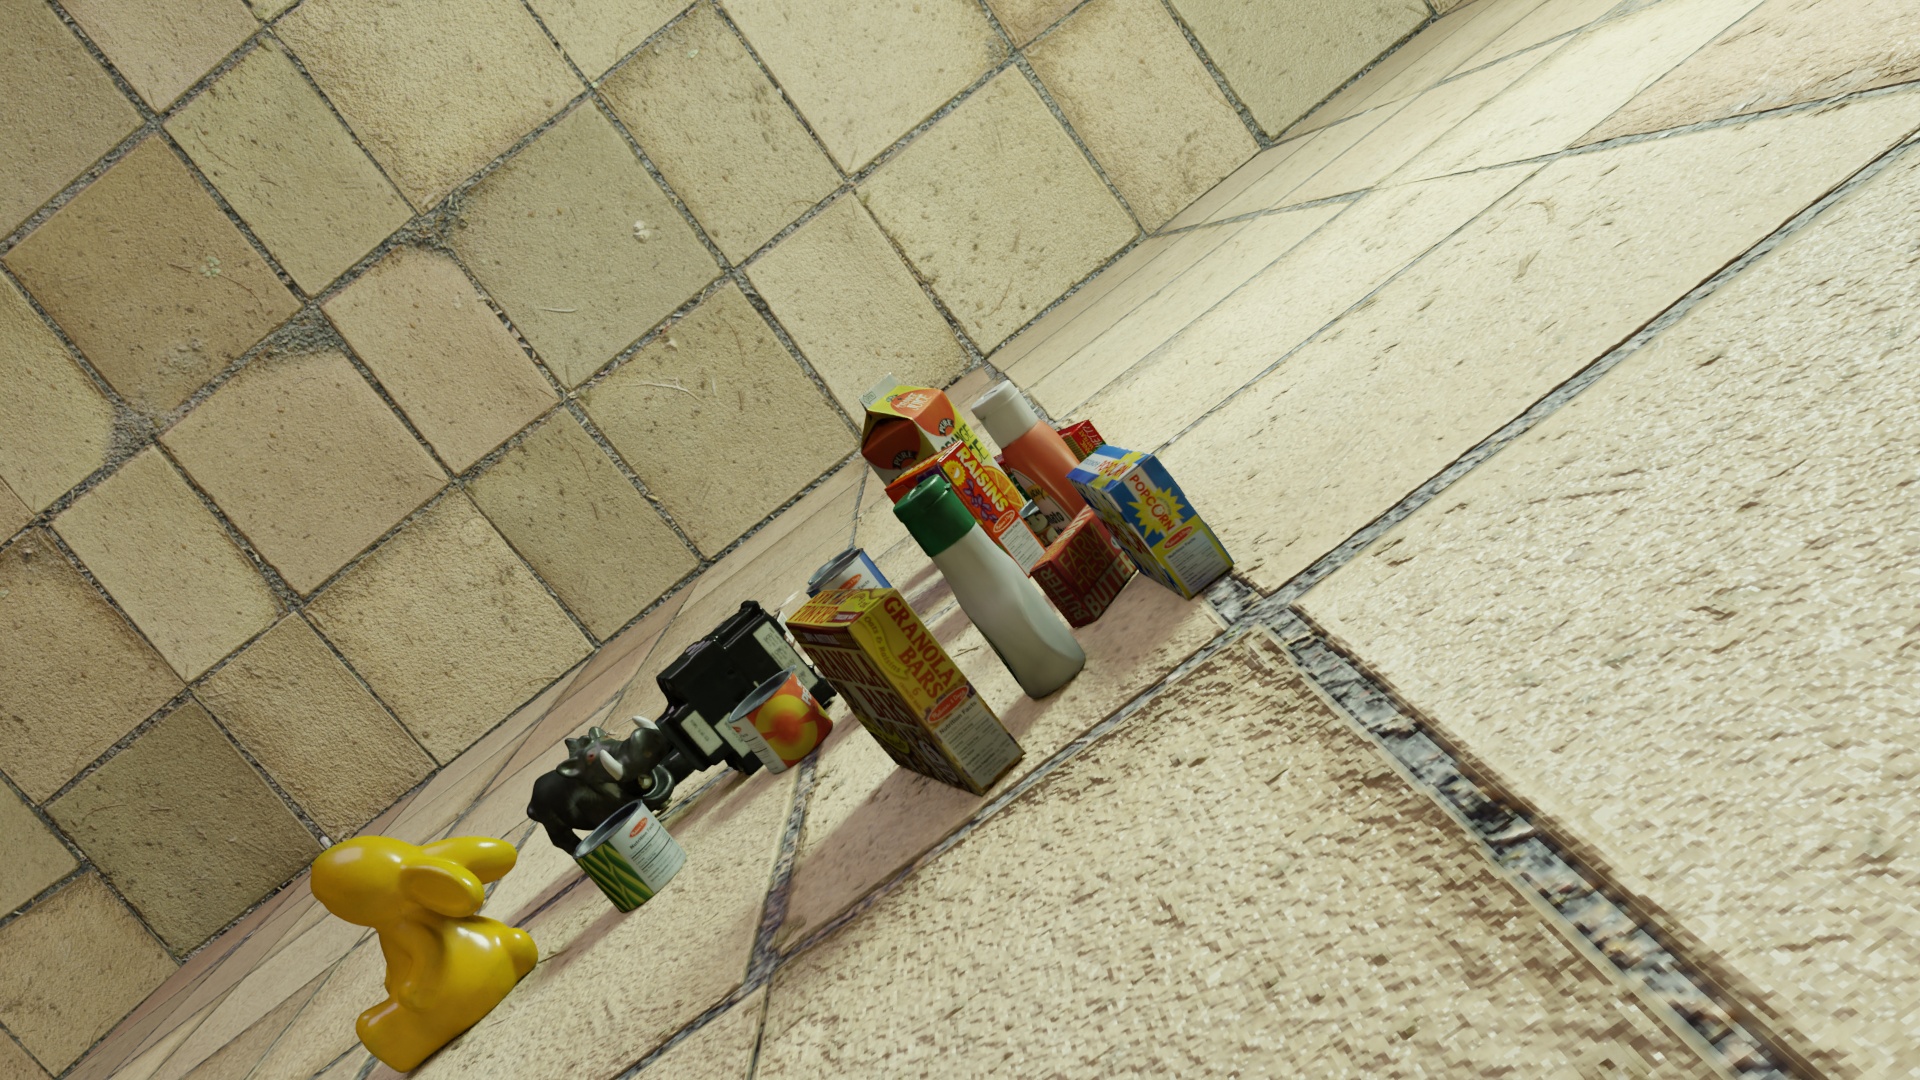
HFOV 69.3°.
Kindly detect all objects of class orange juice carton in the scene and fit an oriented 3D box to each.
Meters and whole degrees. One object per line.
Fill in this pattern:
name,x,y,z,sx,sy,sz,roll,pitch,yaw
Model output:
orange juice carton,-0.022,-0.069,1.304,0.072,0.192,0.072,-31,12,35

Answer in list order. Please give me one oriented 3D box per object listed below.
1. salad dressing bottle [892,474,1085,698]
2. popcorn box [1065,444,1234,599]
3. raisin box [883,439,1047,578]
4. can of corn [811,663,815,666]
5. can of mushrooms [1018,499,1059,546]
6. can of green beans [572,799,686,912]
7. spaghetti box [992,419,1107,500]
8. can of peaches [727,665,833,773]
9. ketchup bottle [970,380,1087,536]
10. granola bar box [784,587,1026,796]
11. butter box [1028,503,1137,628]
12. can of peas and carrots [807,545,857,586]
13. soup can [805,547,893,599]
salad dressing bottle,0.017,0.027,0.850,0.044,0.147,0.064,-35,10,12
popcorn box,0.117,-0.015,0.878,0.038,0.085,0.127,-38,10,-1
raisin box,0.004,-0.015,1.161,0.040,0.123,0.086,-44,12,-35
can of corn,-0.076,0.099,1.108,0.071,0.058,0.071,-36,10,7
can of mushrooms,0.080,-0.024,1.201,0.071,0.033,0.071,-36,10,7
can of green beans,-0.255,0.243,1.072,0.071,0.057,0.071,-36,10,7
spaghetti box,0.073,-0.071,1.396,0.029,0.050,0.249,-42,11,-24
can of peaches,-0.144,0.146,1.133,0.071,0.058,0.071,-36,10,7
ketchup bottle,0.066,-0.050,1.032,0.043,0.148,0.064,-40,10,-13
granola bar box,-0.039,0.087,0.840,0.039,0.124,0.165,-40,10,-17
butter box,0.093,0.009,0.946,0.024,0.053,0.104,-27,14,48
can of peas and carrots,-0.124,0.049,1.510,0.071,0.058,0.071,-36,10,7
soup can,-0.091,0.059,1.272,0.071,0.083,0.071,-36,10,7
